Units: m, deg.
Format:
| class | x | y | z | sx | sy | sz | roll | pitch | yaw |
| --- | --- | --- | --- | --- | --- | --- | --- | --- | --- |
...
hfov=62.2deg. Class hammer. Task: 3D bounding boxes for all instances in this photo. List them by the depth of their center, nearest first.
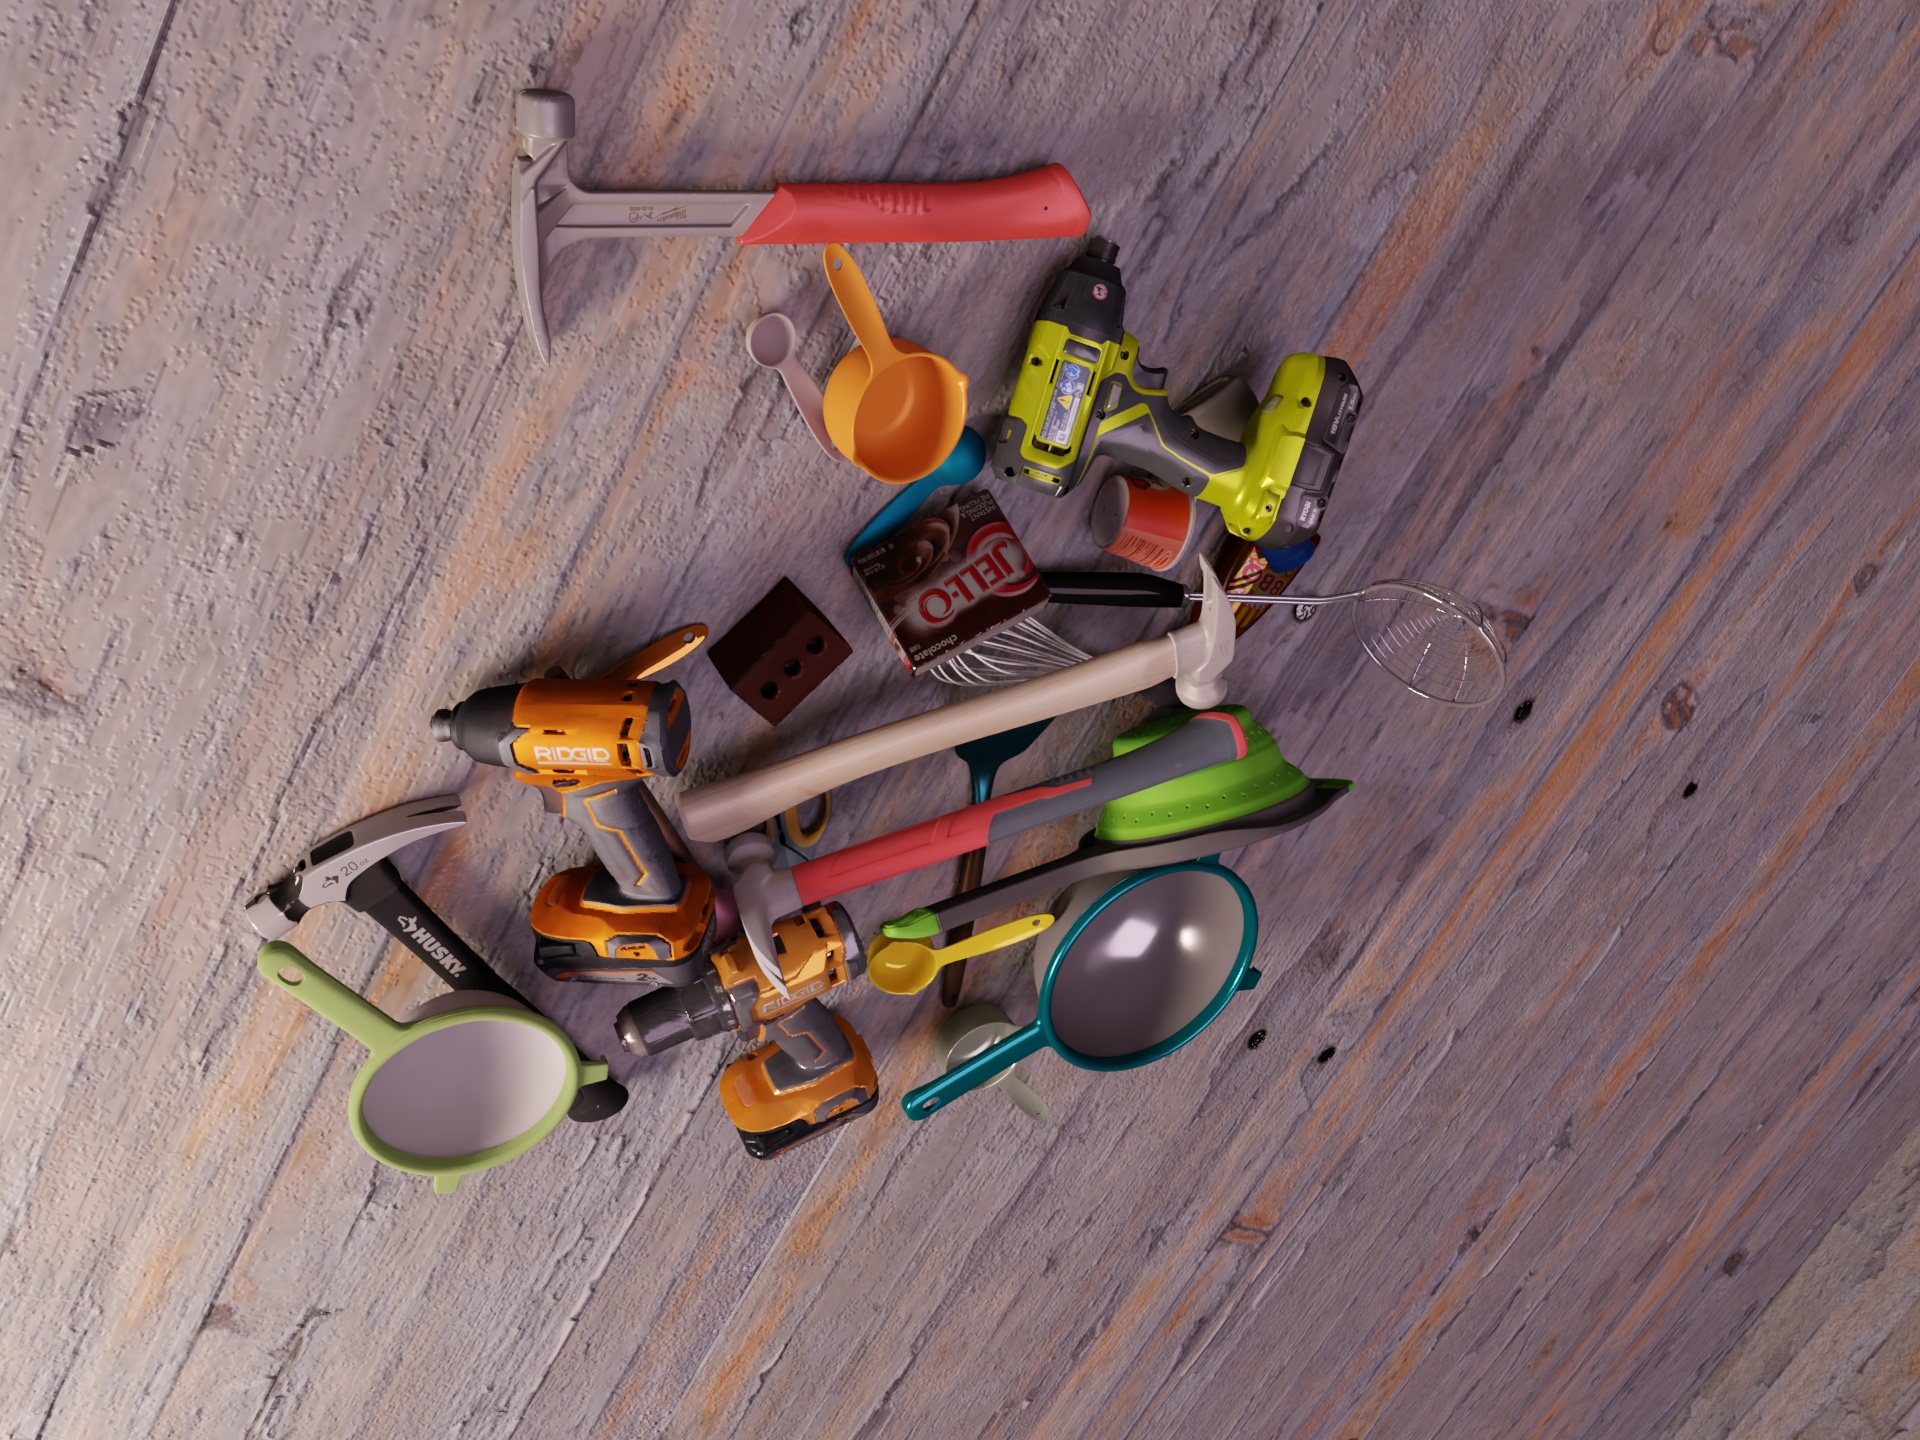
| class | x | y | z | sx | sy | sz | roll | pitch | yaw |
| --- | --- | --- | --- | --- | --- | --- | --- | --- | --- |
| hammer | -0.086 | -0.297 | 0.961 | 0.359 | 0.037 | 0.149 | -8 | 123 | -24 |
| hammer | -0.002 | -0.004 | 1.120 | 0.410 | 0.038 | 0.146 | -18 | 146 | -6 |
| hammer | -0.335 | 0.187 | 1.130 | 0.146 | 0.035 | 0.334 | -35 | 130 | -4 |
| hammer | 0.029 | 0.080 | 1.136 | 0.386 | 0.143 | 0.038 | -18 | 129 | -7 |

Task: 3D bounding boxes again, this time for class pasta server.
| class | x | y | z | sx | sy | sz | roll | pitch | yaw |
| --- | --- | --- | --- | --- | --- | --- | --- | --- | --- |
| pasta server | -0.212 | 0.077 | 1.128 | 0.060 | 0.040 | 0.315 | -32 | 128 | -8 |

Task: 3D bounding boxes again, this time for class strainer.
| class | x | y | z | sx | sy | sz | roll | pitch | yaw |
| --- | --- | --- | --- | --- | --- | --- | --- | --- | --- |
| strainer | -0.367 | 0.204 | 1.056 | 0.151 | 0.069 | 0.256 | -37 | 130 | 1 |
| strainer | 0.087 | 0.218 | 1.342 | 0.340 | 0.095 | 0.210 | -29 | 128 | -10 |

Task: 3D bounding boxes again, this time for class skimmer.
| class | x | y | z | sx | sy | sz | roll | pitch | yaw |
| --- | --- | --- | --- | --- | --- | --- | --- | --- | --- |
| skimmer | 0.226 | -0.064 | 1.188 | 0.363 | 0.090 | 0.127 | 2 | 161 | -9 |

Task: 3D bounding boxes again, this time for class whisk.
| class | x | y | z | sx | sy | sz | roll | pitch | yaw |
| --- | --- | --- | --- | --- | --- | --- | --- | --- | --- |
| whisk | 0.087 | -0.040 | 1.209 | 0.284 | 0.070 | 0.070 | 12 | 113 | -39 |

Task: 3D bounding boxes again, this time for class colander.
| class | x | y | z | sx | sy | sz | roll | pitch | yaw |
| --- | --- | --- | --- | --- | --- | --- | --- | --- | --- |
| colander | 0.112 | 0.067 | 1.229 | 0.397 | 0.204 | 0.094 | -17 | 95 | -22 |

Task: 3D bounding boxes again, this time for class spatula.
| class | x | y | z | sx | sy | sz | roll | pitch | yaw |
| --- | --- | --- | --- | --- | --- | --- | --- | --- | --- |
| spatula | 0.013 | 0.112 | 1.269 | 0.082 | 0.044 | 0.317 | -5 | 122 | -21 |

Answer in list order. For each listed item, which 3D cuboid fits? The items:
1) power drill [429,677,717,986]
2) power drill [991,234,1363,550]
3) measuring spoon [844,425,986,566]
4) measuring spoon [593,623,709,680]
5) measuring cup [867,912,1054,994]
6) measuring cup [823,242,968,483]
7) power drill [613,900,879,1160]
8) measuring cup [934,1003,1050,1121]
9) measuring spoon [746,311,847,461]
| class | x | y | z | sx | sy | sz | roll | pitch | yaw |
| --- | --- | --- | --- | --- | --- | --- | --- | --- | --- |
| power drill | -0.250 | 0.070 | 1.051 | 0.164 | 0.084 | 0.226 | 2 | 126 | 7 |
| power drill | 0.149 | -0.216 | 1.081 | 0.223 | 0.080 | 0.171 | 15 | 100 | -14 |
| measuring spoon | -0.030 | -0.149 | 1.094 | 0.128 | 0.021 | 0.042 | -45 | 130 | 1 |
| measuring spoon | -0.222 | -0.036 | 1.070 | 0.117 | 0.011 | 0.021 | -30 | 132 | -14 |
| measuring cup | -0.001 | 0.177 | 1.289 | 0.156 | 0.029 | 0.062 | -18 | 125 | 0 |
| measuring cup | -0.059 | -0.230 | 0.999 | 0.095 | 0.052 | 0.173 | -39 | 134 | -12 |
| power drill | -0.155 | 0.246 | 1.211 | 0.185 | 0.084 | 0.226 | -22 | 140 | -15 |
| measuring cup | 0.034 | 0.307 | 1.409 | 0.083 | 0.038 | 0.167 | -39 | 132 | -2 |
| measuring spoon | -0.104 | -0.212 | 1.022 | 0.034 | 0.018 | 0.124 | -47 | 138 | -13 |
